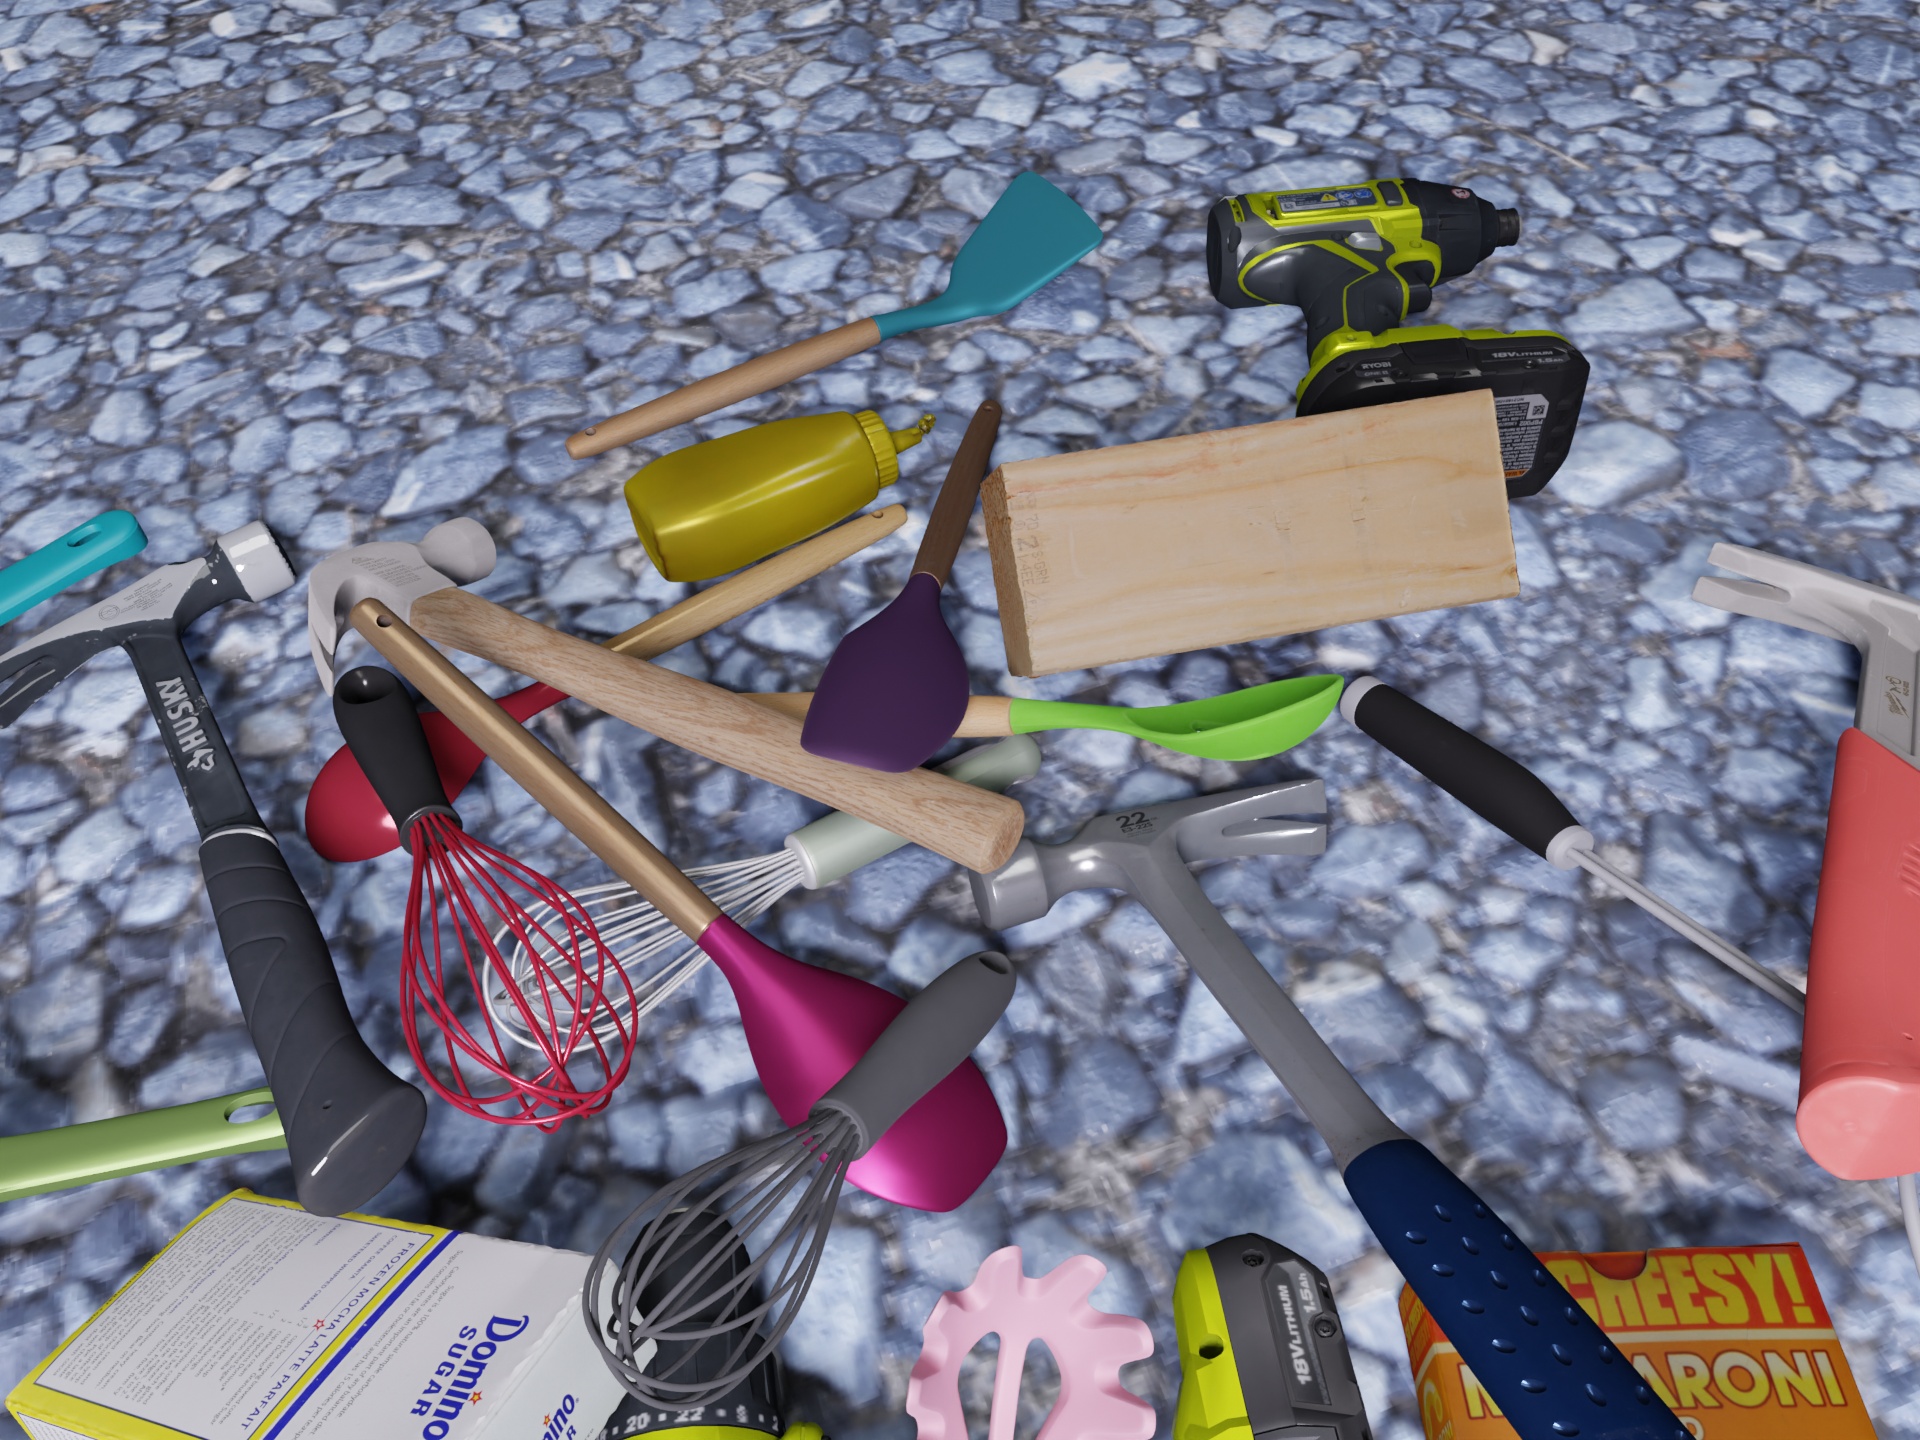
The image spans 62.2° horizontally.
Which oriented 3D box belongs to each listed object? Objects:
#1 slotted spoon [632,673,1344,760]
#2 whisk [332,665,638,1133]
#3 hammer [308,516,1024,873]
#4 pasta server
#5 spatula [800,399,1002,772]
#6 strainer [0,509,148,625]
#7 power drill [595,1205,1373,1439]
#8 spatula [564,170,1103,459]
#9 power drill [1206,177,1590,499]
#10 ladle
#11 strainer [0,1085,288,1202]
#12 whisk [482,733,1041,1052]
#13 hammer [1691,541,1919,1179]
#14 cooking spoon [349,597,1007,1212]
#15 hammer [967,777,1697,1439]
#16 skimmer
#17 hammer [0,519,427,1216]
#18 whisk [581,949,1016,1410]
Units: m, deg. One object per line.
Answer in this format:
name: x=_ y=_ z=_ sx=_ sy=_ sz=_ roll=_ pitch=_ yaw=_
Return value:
slotted spoon: x=-0.001 y=-0.002 z=0.660 sx=0.314 sy=0.031 sz=0.070 roll=1 pitch=14 yaw=21
whisk: x=-0.190 y=0.051 z=0.587 sx=0.073 sy=0.073 sz=0.296 roll=-26 pitch=39 yaw=-18
hammer: x=-0.129 y=-0.010 z=0.649 sx=0.331 sy=0.031 sz=0.130 roll=21 pitch=29 yaw=20
pasta server: x=-0.002 y=0.284 z=0.358 sx=0.060 sy=0.040 sz=0.316 roll=10 pitch=73 yaw=-6
spatula: x=-0.009 y=-0.073 z=0.719 sx=0.060 sy=0.018 sz=0.316 roll=12 pitch=37 yaw=2
strainer: x=-0.473 y=0.036 z=0.648 sx=0.211 sy=0.095 sz=0.340 roll=29 pitch=55 yaw=31
power drill: x=0.000 y=0.224 z=0.463 sx=0.228 sy=0.080 sz=0.191 roll=-9 pitch=48 yaw=0
spatula: x=-0.072 y=-0.216 z=0.877 sx=0.317 sy=0.044 sz=0.082 roll=-27 pitch=56 yaw=-17
power drill: x=0.232 y=-0.210 z=0.829 sx=0.171 sy=0.080 sz=0.223 roll=-5 pitch=45 yaw=0
ladle: x=-0.154 y=-0.030 z=0.732 sx=0.315 sy=0.031 sz=0.069 roll=-30 pitch=52 yaw=-23
strainer: x=-0.343 y=0.175 z=0.538 sx=0.256 sy=0.069 sz=0.152 roll=-10 pitch=37 yaw=-11
whisk: x=-0.071 y=0.059 z=0.634 sx=0.246 sy=0.058 sz=0.059 roll=-25 pitch=86 yaw=-22
hammer: x=0.319 y=0.030 z=0.565 sx=0.149 sy=0.036 sz=0.359 roll=22 pitch=35 yaw=21
cooking spoon: x=-0.111 y=0.060 z=0.586 sx=0.319 sy=0.017 sz=0.069 roll=40 pitch=57 yaw=9
hammer: x=0.126 y=0.123 z=0.475 sx=0.144 sy=0.035 sz=0.406 roll=-14 pitch=27 yaw=-11
skimmer: x=0.248 y=0.102 z=0.566 sx=0.127 sy=0.090 sz=0.364 roll=15 pitch=20 yaw=-40
hammer: x=-0.296 y=0.042 z=0.631 sx=0.149 sy=0.036 sz=0.409 roll=-30 pitch=43 yaw=-17
whisk: x=-0.035 y=0.130 z=0.504 sx=0.055 sy=0.055 sz=0.239 roll=20 pitch=26 yaw=20
